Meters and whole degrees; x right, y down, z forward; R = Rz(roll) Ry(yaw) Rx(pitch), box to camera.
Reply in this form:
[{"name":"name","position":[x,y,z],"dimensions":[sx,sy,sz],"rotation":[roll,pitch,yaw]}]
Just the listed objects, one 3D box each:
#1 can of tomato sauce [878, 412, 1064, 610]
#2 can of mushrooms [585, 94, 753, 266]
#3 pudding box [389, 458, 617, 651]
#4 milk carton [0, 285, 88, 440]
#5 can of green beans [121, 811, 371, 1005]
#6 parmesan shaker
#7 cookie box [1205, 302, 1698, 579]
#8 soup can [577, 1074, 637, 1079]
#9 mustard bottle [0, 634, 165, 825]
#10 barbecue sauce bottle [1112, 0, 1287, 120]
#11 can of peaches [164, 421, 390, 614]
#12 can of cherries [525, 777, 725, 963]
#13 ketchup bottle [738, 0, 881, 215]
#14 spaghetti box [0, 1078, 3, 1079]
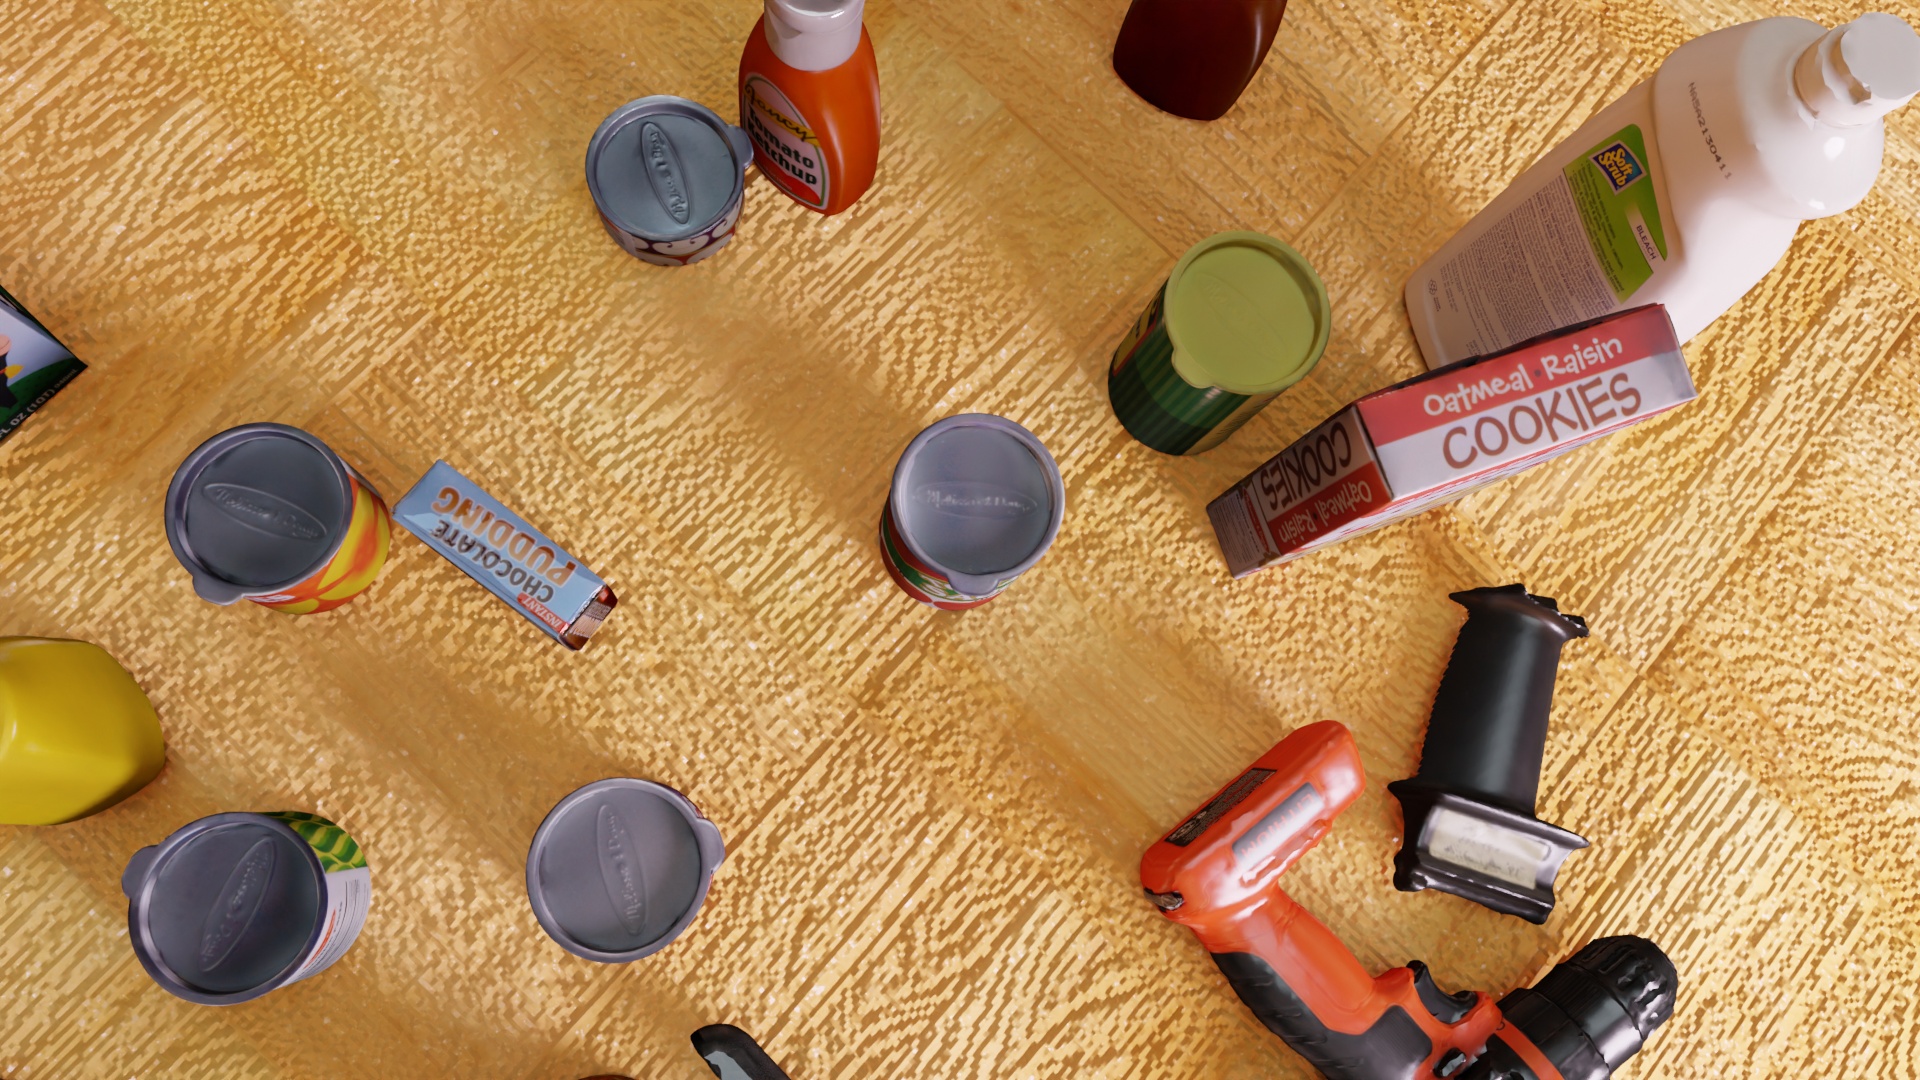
[{"name":"can of tomato sauce","position":[0.002,-0.007,0.564],"dimensions":[0.071,0.083,0.071],"rotation":[1,79,-7]},{"name":"can of mushrooms","position":[-0.124,-0.155,0.602],"dimensions":[0.071,0.033,0.071],"rotation":[1,79,-7]},{"name":"pudding box","position":[-0.180,0.007,0.554],"dimensions":[0.084,0.049,0.030],"rotation":[36,77,1]},{"name":"milk carton","position":[-0.394,-0.088,0.473],"dimensions":[0.073,0.190,0.072],"rotation":[42,77,2]},{"name":"can of green beans","position":[-0.260,0.134,0.514],"dimensions":[0.071,0.057,0.071],"rotation":[1,79,-7]},{"name":"parmesan shaker","position":[0.102,-0.077,0.580],"dimensions":[0.071,0.103,0.071],"rotation":[1,79,-7]},{"name":"cookie box","position":[0.182,-0.034,0.549],"dimensions":[0.123,0.167,0.040],"rotation":[-19,82,-10]},{"name":"soup can","position":[-0.136,0.234,0.497],"dimensions":[0.071,0.083,0.071],"rotation":[1,79,-7]},{"name":"mustard bottle","position":[-0.326,0.062,0.467],"dimensions":[0.049,0.160,0.065],"rotation":[-28,84,-11]},{"name":"barbecue sauce bottle","position":[0.111,-0.235,0.590],"dimensions":[0.065,0.148,0.044],"rotation":[27,77,-2]},{"name":"can of peaches","position":[-0.264,-0.005,0.541],"dimensions":[0.071,0.058,0.071],"rotation":[1,79,-7]},{"name":"can of cherries","position":[-0.125,0.125,0.533],"dimensions":[0.071,0.058,0.071],"rotation":[1,79,-7]},{"name":"ketchup bottle","position":[-0.060,-0.186,0.557],"dimensions":[0.065,0.148,0.043],"rotation":[41,77,2]},{"name":"spaghetti box","position":[-0.402,0.191,0.488],"dimensions":[0.250,0.050,0.029],"rotation":[21,77,-3]}]
